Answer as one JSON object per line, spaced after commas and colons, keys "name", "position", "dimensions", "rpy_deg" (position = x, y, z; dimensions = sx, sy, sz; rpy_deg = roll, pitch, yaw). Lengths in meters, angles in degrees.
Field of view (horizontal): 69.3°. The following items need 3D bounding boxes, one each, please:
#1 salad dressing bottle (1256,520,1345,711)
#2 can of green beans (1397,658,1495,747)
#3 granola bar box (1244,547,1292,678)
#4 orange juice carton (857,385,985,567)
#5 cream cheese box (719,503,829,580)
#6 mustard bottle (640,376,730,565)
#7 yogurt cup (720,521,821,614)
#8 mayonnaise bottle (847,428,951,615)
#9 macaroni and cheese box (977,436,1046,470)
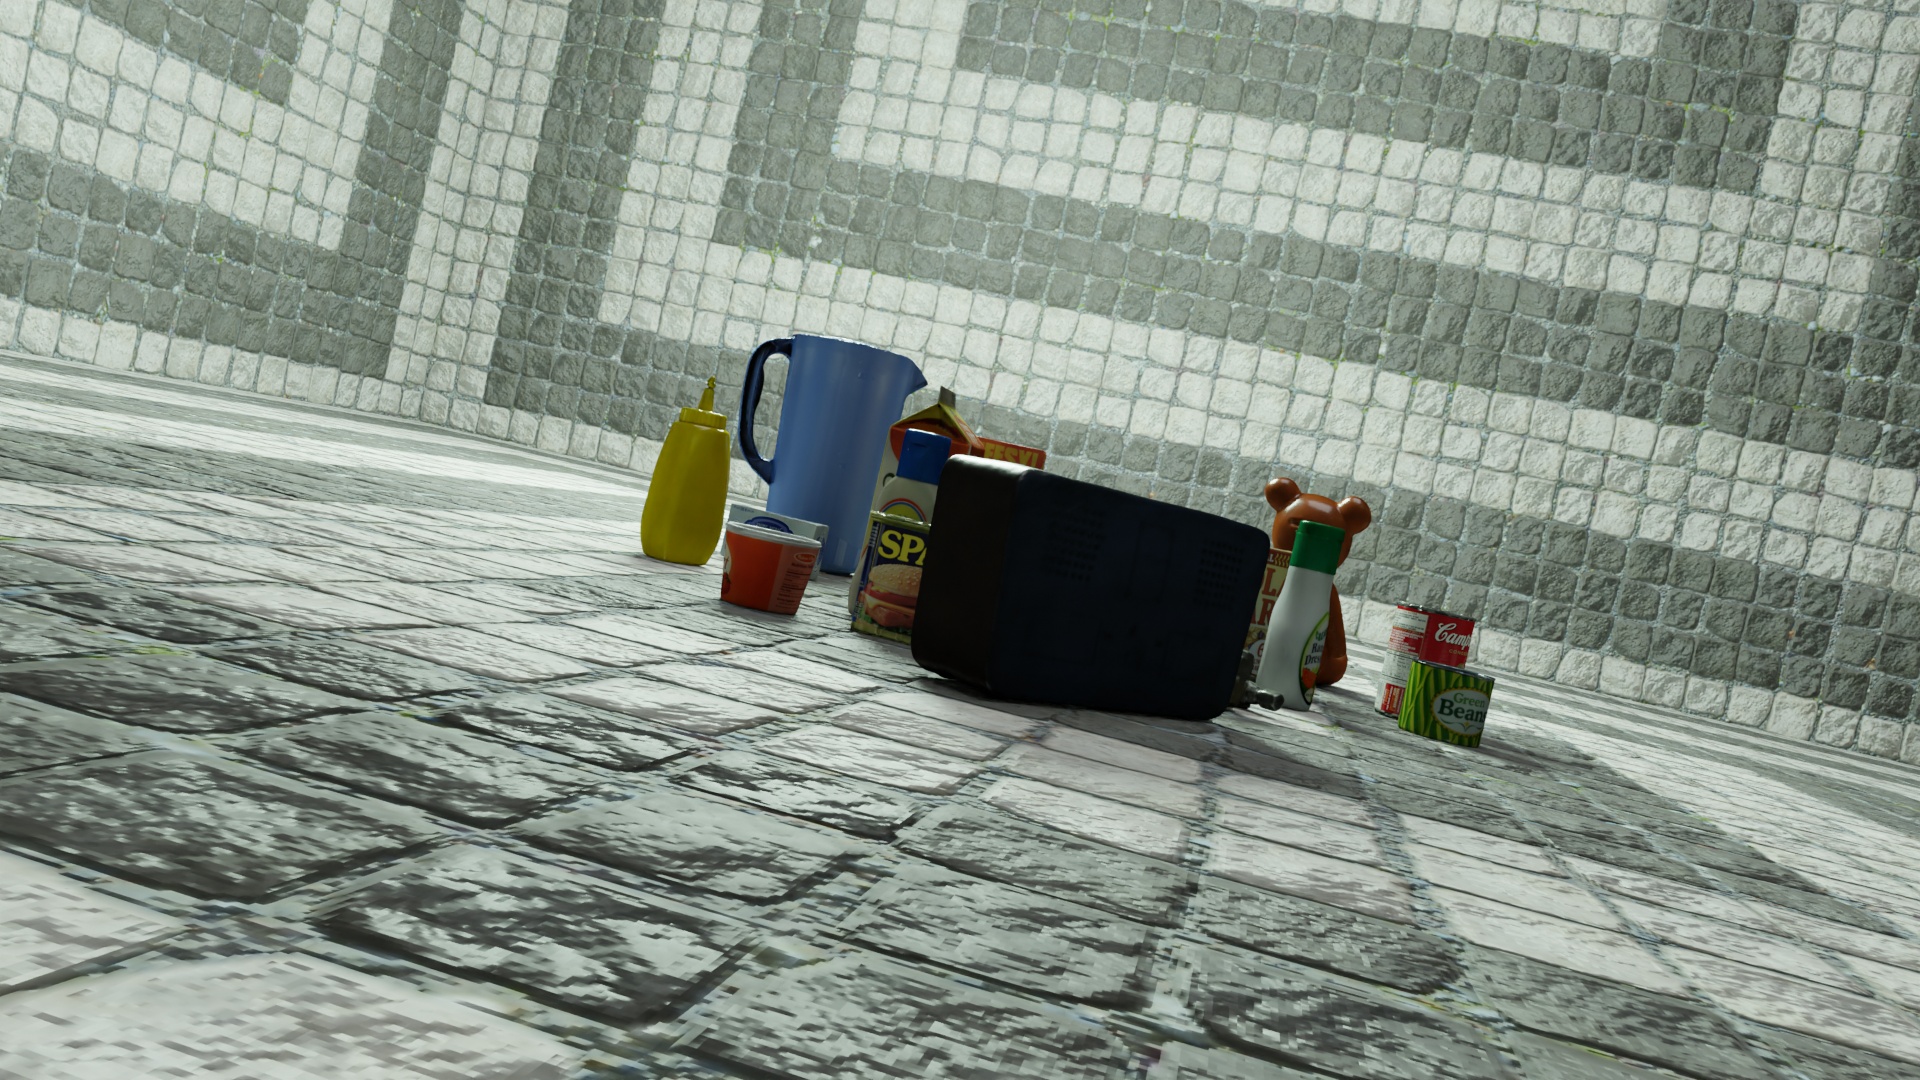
{"name": "salad dressing bottle", "position": [0.271, 0.059, 1.103], "dimensions": [0.044, 0.147, 0.064], "rpy_deg": [13, 1, 31]}
{"name": "can of green beans", "position": [0.394, 0.132, 1.129], "dimensions": [0.071, 0.058, 0.071], "rpy_deg": [13, 1, 0]}
{"name": "granola bar box", "position": [0.224, 0.057, 1.233], "dimensions": [0.166, 0.124, 0.039], "rpy_deg": [12, 1, -35]}
{"name": "orange juice carton", "position": [-0.030, -0.033, 1.162], "dimensions": [0.073, 0.192, 0.072], "rpy_deg": [13, 1, 11]}
{"name": "cream cheese box", "position": [-0.177, 0.001, 1.317], "dimensions": [0.104, 0.053, 0.024], "rpy_deg": [13, 1, 28]}
{"name": "mustard bottle", "position": [-0.226, -0.061, 1.176], "dimensions": [0.049, 0.160, 0.065], "rpy_deg": [13, 1, 41]}
{"name": "yogurt cup", "position": [-0.136, 0.020, 0.971], "dimensions": [0.072, 0.054, 0.072], "rpy_deg": [13, 1, 0]}
{"name": "mayonnaise bottle", "position": [-0.040, -0.009, 1.056], "dimensions": [0.065, 0.148, 0.041], "rpy_deg": [13, 1, 17]}
{"name": "macaroni and cheese box", "position": [0.005, -0.017, 1.330], "dimensions": [0.124, 0.166, 0.040], "rpy_deg": [13, 1, 5]}
